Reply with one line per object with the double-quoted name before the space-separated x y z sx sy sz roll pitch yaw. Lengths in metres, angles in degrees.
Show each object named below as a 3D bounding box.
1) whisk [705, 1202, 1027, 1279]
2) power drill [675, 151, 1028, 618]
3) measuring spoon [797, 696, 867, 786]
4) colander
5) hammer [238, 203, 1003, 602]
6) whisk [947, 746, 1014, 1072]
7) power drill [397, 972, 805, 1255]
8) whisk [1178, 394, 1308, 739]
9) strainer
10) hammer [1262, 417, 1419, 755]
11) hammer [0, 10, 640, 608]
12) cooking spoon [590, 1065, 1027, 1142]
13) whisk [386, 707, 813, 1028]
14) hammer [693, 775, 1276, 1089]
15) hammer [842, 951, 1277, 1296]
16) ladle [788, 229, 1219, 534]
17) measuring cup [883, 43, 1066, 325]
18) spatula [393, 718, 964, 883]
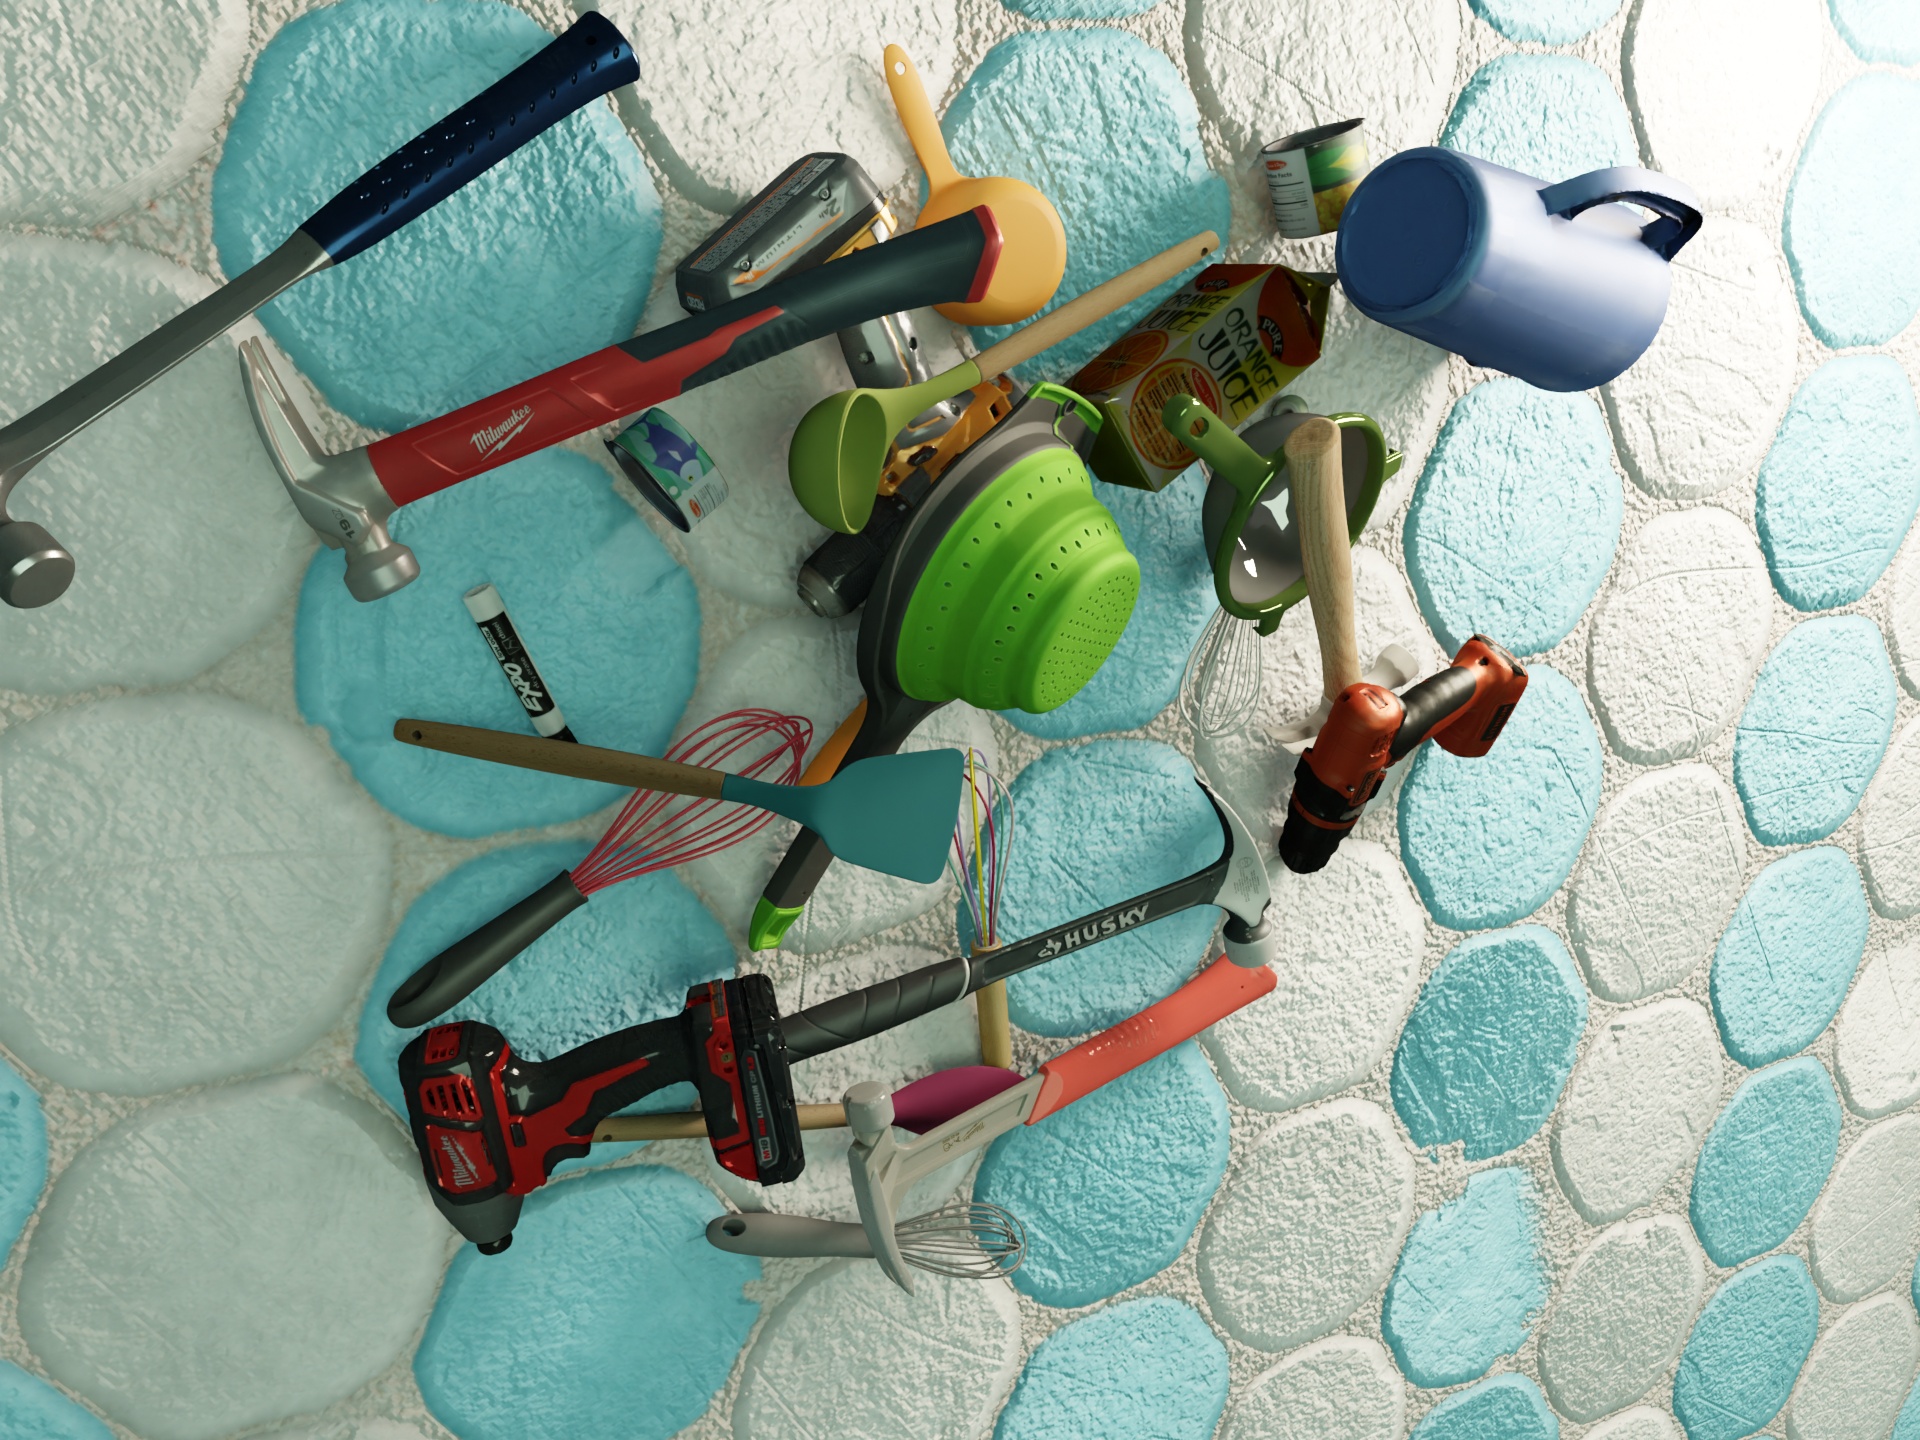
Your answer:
"whisk" -0.061 0.355 1.094 0.238 0.055 0.055 11 98 -25
"power drill" -0.068 -0.185 0.923 0.185 0.084 0.226 -45 124 -9
"measuring spoon" -0.072 0.014 1.011 0.021 0.011 0.117 39 84 -30
"colander" -0.002 -0.003 0.957 0.397 0.094 0.204 -59 158 12
"hammer" -0.166 -0.195 0.817 0.386 0.038 0.143 -22 113 1
"whisk" 0.014 0.133 1.073 0.051 0.047 0.244 -16 114 -25
"power drill" -0.209 0.236 0.945 0.219 0.079 0.143 -10 108 -9
"whisk" 0.201 -0.105 1.105 0.059 0.058 0.246 7 98 -64
"strainer" 0.173 -0.156 0.991 0.151 0.069 0.256 -54 145 10
"hammer" 0.245 -0.080 1.059 0.130 0.031 0.331 -42 146 -9
"hammer" -0.326 -0.228 0.772 0.144 0.035 0.405 42 71 12
"cooking spoon" -0.093 0.265 1.061 0.318 0.017 0.068 4 119 -26
"whisk" -0.209 0.085 0.933 0.296 0.073 0.073 -36 117 -9
"hammer" 0.016 0.160 1.045 0.409 0.036 0.149 -19 118 -11
"hammer" 0.084 0.256 1.119 0.359 0.037 0.149 -21 109 -29
"ladle" 0.036 -0.204 0.901 0.320 0.062 0.078 -33 143 -21
"measuring cup" 0.004 -0.315 0.936 0.095 0.052 0.173 -35 119 -15
"spatula" -0.158 0.032 0.897 0.317 0.044 0.082 10 101 -2
